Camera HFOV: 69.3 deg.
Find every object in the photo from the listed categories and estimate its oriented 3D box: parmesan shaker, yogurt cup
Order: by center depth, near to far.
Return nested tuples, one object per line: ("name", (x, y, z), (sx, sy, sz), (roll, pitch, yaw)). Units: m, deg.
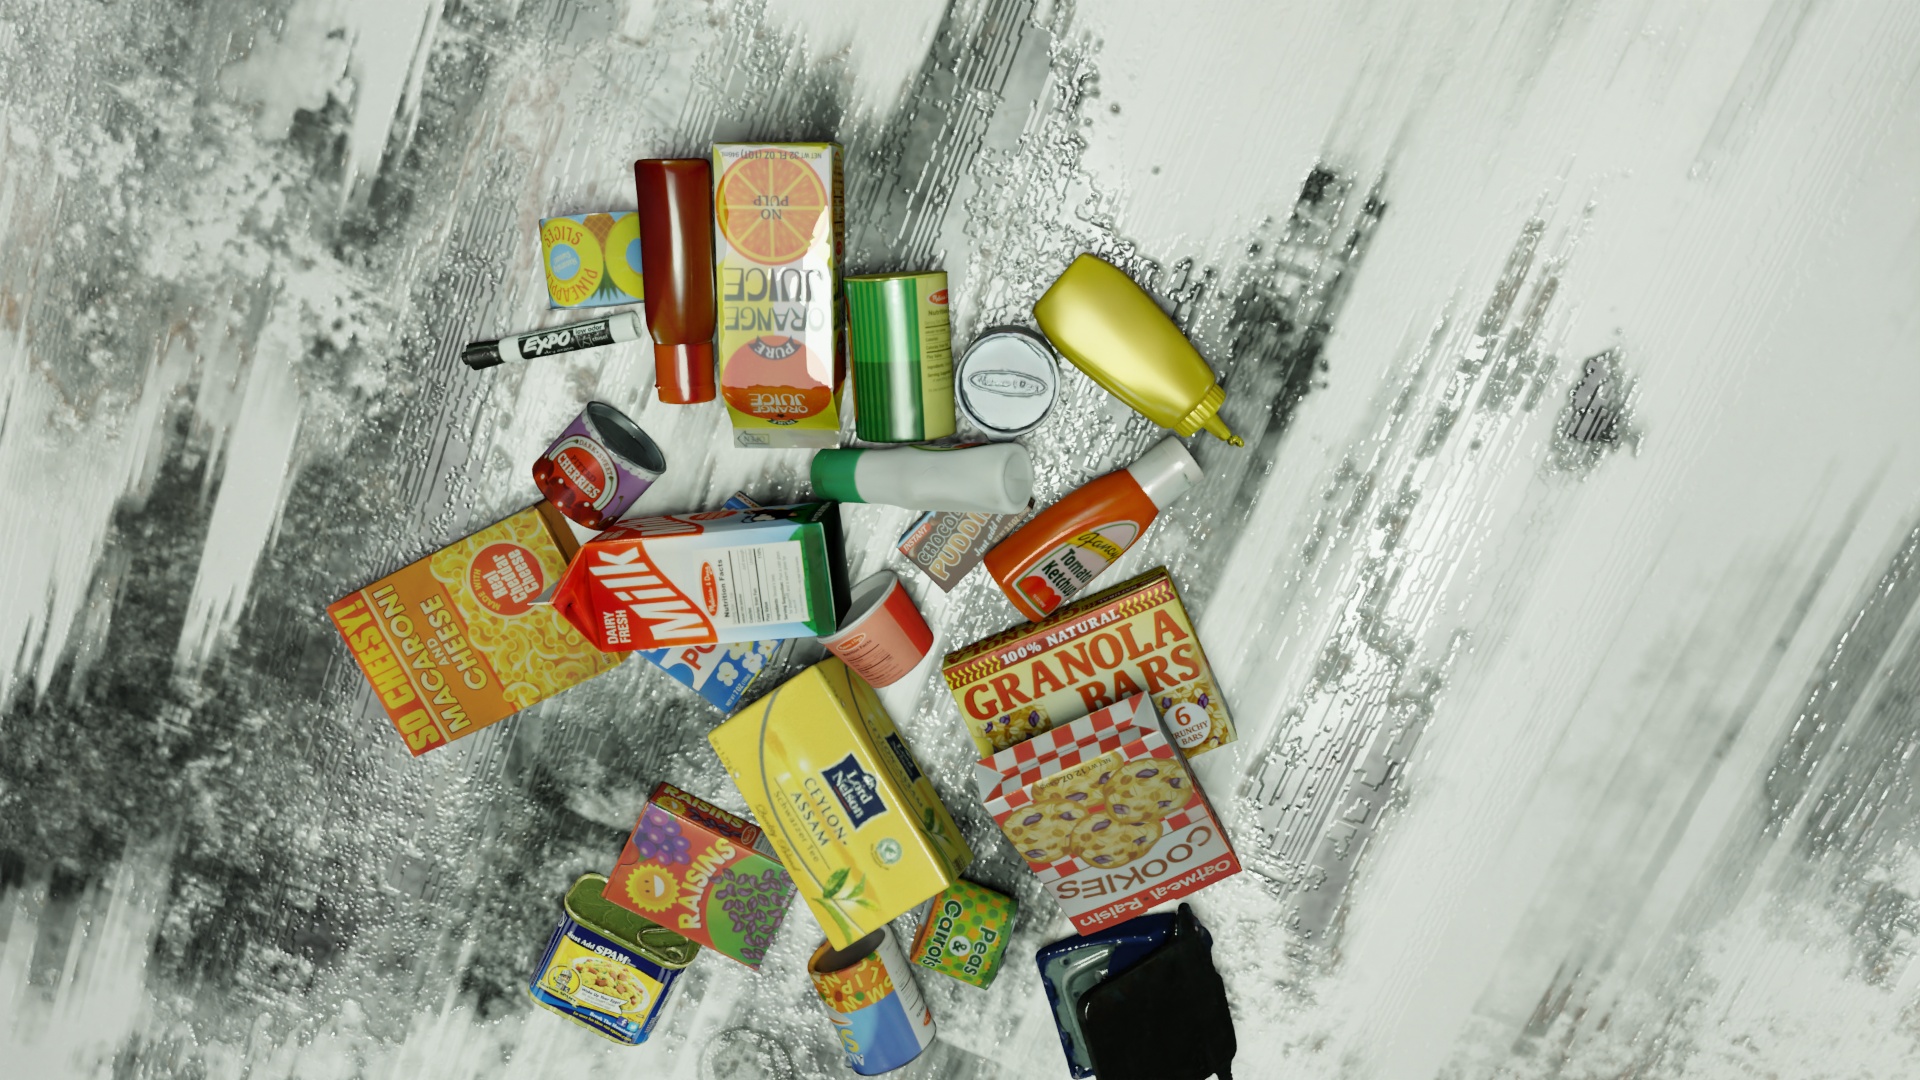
("parmesan shaker", (-0.039, -0.117, 0.882), (0.071, 0.071, 0.102), (-2, 103, 4))
("yogurt cup", (-0.055, 0.062, 0.928), (0.072, 0.072, 0.054), (-36, 106, 11))

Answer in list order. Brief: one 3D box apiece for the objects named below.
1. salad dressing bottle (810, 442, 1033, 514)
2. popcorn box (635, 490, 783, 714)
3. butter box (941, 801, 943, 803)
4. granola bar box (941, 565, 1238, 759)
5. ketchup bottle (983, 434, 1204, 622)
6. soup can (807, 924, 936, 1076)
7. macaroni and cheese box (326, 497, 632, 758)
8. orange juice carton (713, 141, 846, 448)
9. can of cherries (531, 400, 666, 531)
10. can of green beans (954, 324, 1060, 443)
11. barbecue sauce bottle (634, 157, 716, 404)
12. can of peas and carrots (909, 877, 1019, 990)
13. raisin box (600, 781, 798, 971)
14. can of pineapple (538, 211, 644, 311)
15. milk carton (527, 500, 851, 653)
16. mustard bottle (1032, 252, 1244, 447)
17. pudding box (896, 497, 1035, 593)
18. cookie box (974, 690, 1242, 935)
("salad dressing bottle", (-0.028, -0.041, 0.883), (0.147, 0.064, 0.044), (3, 91, 32))
("popcorn box", (-0.154, 0.041, 0.942), (0.085, 0.038, 0.126), (36, 102, -6))
("butter box", (-0.060, 0.216, 0.983), (0.053, 0.024, 0.103), (32, 103, -3))
("granola bar box", (0.087, 0.106, 0.940), (0.165, 0.039, 0.124), (-23, 100, 9))
("ketchup bottle", (0.089, -0.011, 0.906), (0.149, 0.044, 0.064), (-38, 137, 5))
("soup can", (-0.066, 0.325, 0.986), (0.071, 0.071, 0.083), (-22, 100, 9))
("macaroni and cheese box", (-0.329, 0.060, 0.957), (0.166, 0.040, 0.123), (-25, 100, 8))
("orange juice carton", (-0.111, -0.152, 0.878), (0.072, 0.073, 0.192), (1, 103, 2))
("can of cherries", (-0.238, -0.048, 0.911), (0.058, 0.072, 0.071), (-44, 97, 12))
("can of green beans", (0.031, -0.103, 0.887), (0.071, 0.058, 0.071), (1, 103, 4))
("barbecue sauce bottle", (-0.174, -0.160, 0.858), (0.044, 0.065, 0.148), (-8, 106, -25))
("can of peas and carrots", (0.002, 0.272, 0.967), (0.059, 0.071, 0.070), (21, 104, 0))
("raisin box", (-0.179, 0.239, 0.988), (0.123, 0.040, 0.086), (26, 104, -2))
("can of pineapple", (-0.232, -0.177, 0.882), (0.071, 0.071, 0.057), (-4, 102, 5))
("milk carton", (-0.171, 0.024, 0.882), (0.191, 0.072, 0.073), (-5, 102, 4))
("mustard bottle", (0.119, -0.111, 0.884), (0.160, 0.049, 0.065), (42, 99, -6))
("pudding box", (0.003, -0.012, 0.924), (0.049, 0.030, 0.083), (44, 102, -5))
("cookie box", (0.101, 0.186, 0.922), (0.123, 0.040, 0.166), (-25, 128, 10))
